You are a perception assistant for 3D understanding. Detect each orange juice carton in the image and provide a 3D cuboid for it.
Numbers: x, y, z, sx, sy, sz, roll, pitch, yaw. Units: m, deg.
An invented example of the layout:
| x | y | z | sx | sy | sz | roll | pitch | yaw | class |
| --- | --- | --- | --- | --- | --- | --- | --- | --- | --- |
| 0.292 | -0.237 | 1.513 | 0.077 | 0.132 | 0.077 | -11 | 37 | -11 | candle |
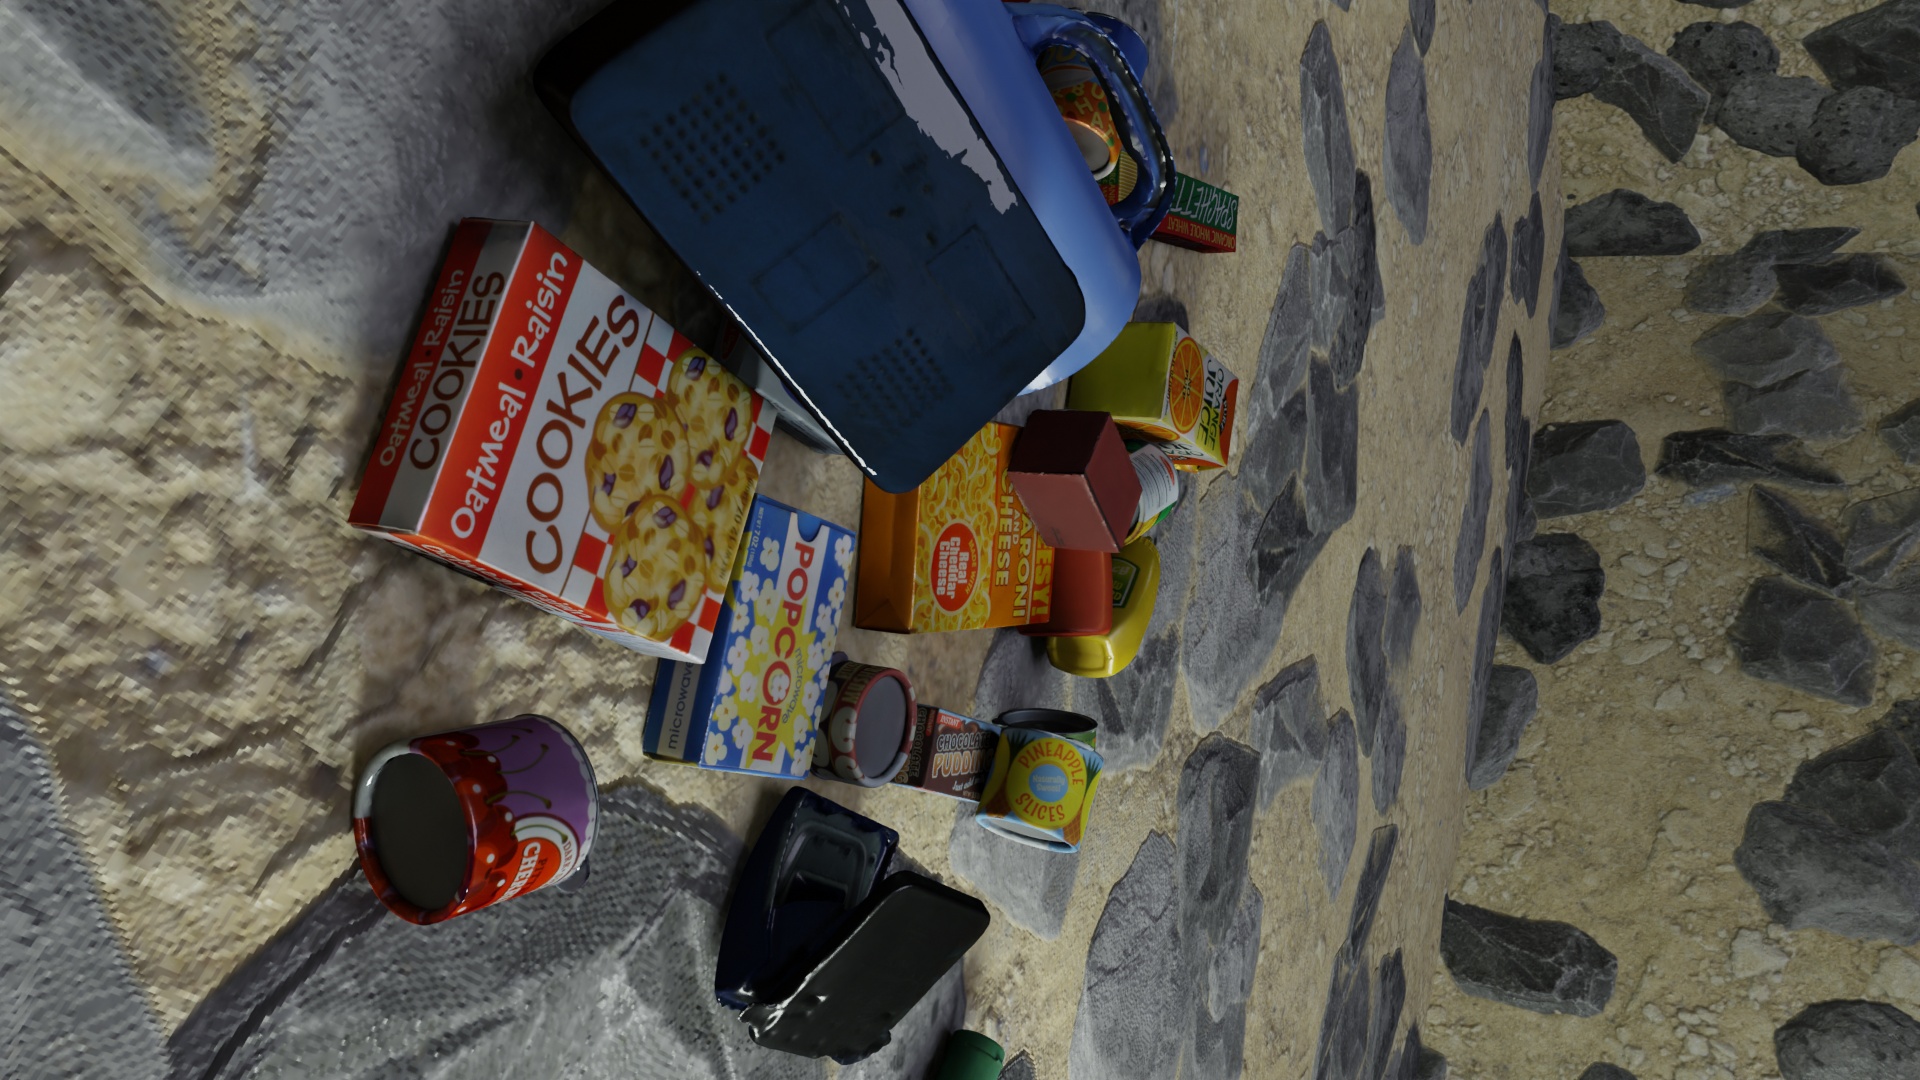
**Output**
| x | y | z | sx | sy | sz | roll | pitch | yaw | class |
| --- | --- | --- | --- | --- | --- | --- | --- | --- | --- |
| 0.155 | -0.102 | 1.042 | 0.192 | 0.073 | 0.072 | 20 | 77 | -60 | orange juice carton |

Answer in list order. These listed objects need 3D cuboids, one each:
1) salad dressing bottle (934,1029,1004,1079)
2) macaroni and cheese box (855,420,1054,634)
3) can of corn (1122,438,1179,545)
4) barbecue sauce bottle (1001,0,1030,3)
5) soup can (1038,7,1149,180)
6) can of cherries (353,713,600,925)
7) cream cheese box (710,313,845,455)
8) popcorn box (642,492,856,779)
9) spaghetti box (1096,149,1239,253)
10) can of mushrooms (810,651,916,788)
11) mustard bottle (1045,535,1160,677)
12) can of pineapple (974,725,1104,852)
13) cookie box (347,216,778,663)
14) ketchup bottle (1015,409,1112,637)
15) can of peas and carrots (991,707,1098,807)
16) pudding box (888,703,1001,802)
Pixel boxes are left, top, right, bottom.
| x | y | z | sx | sy | sz | roll | pitch | yaw | class |
| --- | --- | --- | --- | --- | --- | --- | --- | --- | --- |
| -0.015 | 0.377 | 0.852 | 0.148 | 0.044 | 0.064 | -61 | 141 | -36 | salad dressing bottle |
| 0.003 | -0.010 | 0.825 | 0.167 | 0.040 | 0.123 | 2 | 92 | -60 | macaroni and cheese box |
| 0.112 | -0.032 | 0.989 | 0.058 | 0.071 | 0.071 | -30 | 120 | -52 | can of corn |
| 0.005 | -0.317 | 0.778 | 0.149 | 0.043 | 0.064 | -53 | 137 | -42 | barbecue sauce bottle |
| 0.077 | -0.284 | 0.886 | 0.071 | 0.071 | 0.084 | 47 | 55 | -53 | soup can |
| -0.174 | 0.102 | 0.504 | 0.058 | 0.071 | 0.071 | -3 | 97 | -60 | can of cherries |
| -0.081 | -0.084 | 0.683 | 0.103 | 0.024 | 0.053 | 33 | 67 | -57 | cream cheese box |
| -0.098 | 0.047 | 0.660 | 0.085 | 0.038 | 0.127 | 25 | 73 | -58 | popcorn box |
| 0.161 | -0.258 | 1.073 | 0.251 | 0.028 | 0.050 | -9 | 103 | -59 | spaghetti box |
| -0.054 | 0.097 | 0.750 | 0.071 | 0.033 | 0.071 | -16 | 109 | -58 | can of mushrooms |
| 0.111 | 0.036 | 1.002 | 0.161 | 0.065 | 0.048 | -54 | 144 | -50 | mustard bottle |
| 0.048 | 0.150 | 0.838 | 0.071 | 0.071 | 0.058 | 48 | 55 | -52 | can of pineapple |
| -0.149 | -0.033 | 0.558 | 0.167 | 0.040 | 0.123 | 38 | 62 | -57 | cookie box |
| 0.068 | -0.011 | 0.920 | 0.043 | 0.065 | 0.149 | 24 | 65 | -73 | ketchup bottle |
| 0.054 | 0.147 | 0.915 | 0.071 | 0.071 | 0.058 | -8 | 102 | -60 | can of peas and carrots |
| -0.010 | 0.128 | 0.835 | 0.083 | 0.030 | 0.050 | 30 | 68 | -58 | pudding box |
